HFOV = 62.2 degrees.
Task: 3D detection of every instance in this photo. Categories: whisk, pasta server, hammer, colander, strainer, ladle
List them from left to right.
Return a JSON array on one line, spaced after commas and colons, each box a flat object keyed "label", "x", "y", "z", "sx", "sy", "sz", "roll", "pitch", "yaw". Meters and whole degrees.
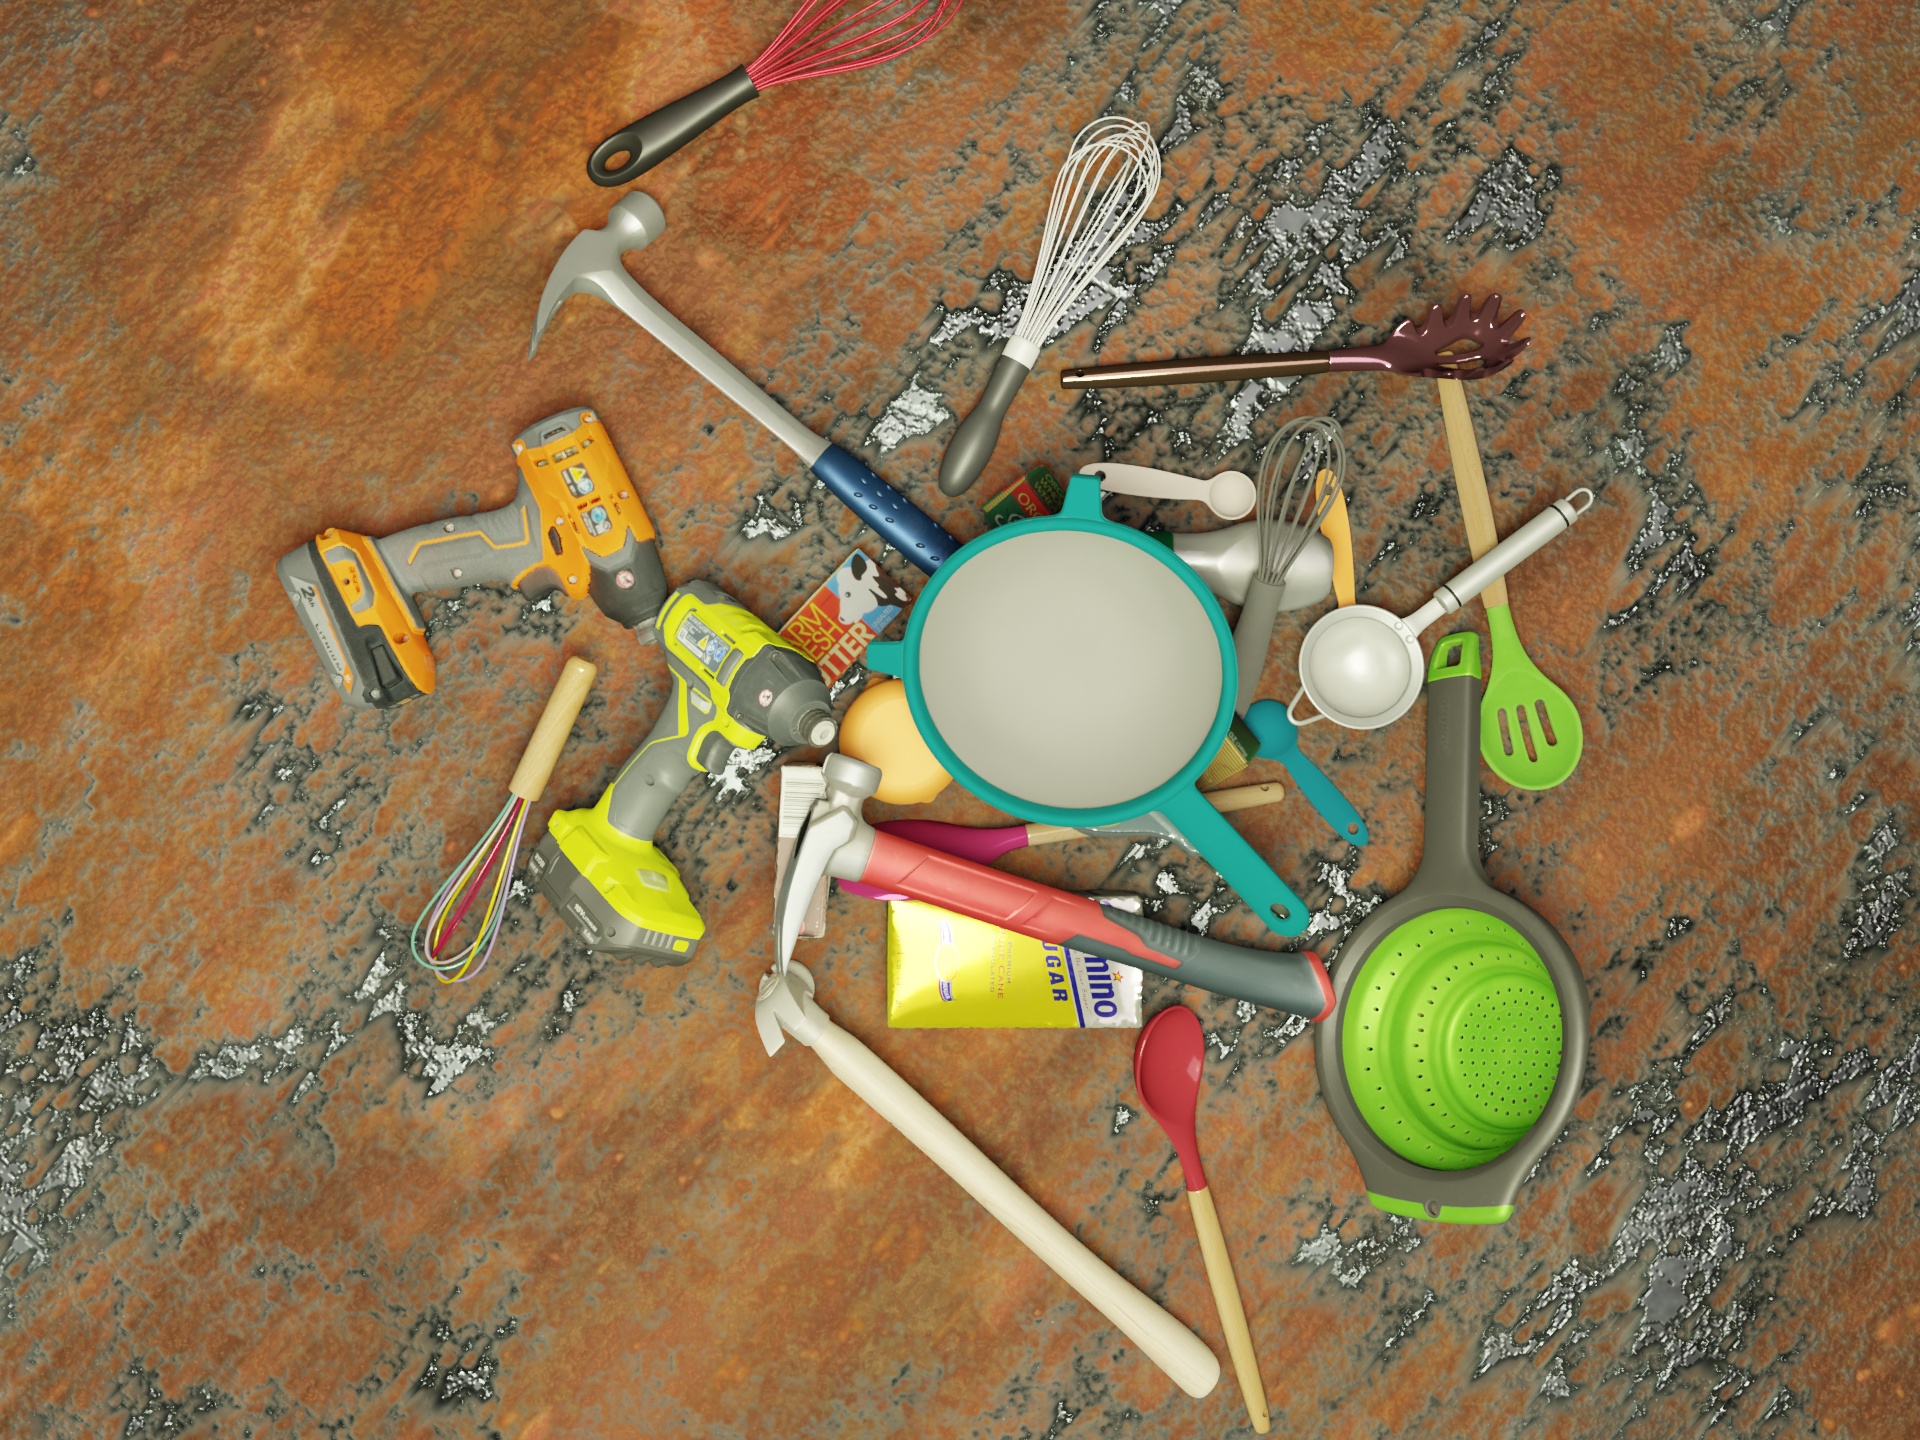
[{"label": "whisk", "x": -0.303, "y": 0.066, "z": 1.061, "sx": 0.051, "sy": 0.047, "sz": 0.245, "roll": 24, "pitch": 99, "yaw": -17}, {"label": "whisk", "x": -0.125, "y": -0.443, "z": 1.078, "sx": 0.296, "sy": 0.073, "sz": 0.073, "roll": -29, "pitch": 92, "yaw": 4}, {"label": "hammer", "x": -0.106, "y": -0.181, "z": 1.071, "sx": 0.405, "sy": 0.035, "sz": 0.144, "roll": 39, "pitch": 59, "yaw": -7}, {"label": "hammer", "x": 0.022, "y": 0.315, "z": 1.060, "sx": 0.410, "sy": 0.146, "sz": 0.038, "roll": 43, "pitch": 88, "yaw": -7}, {"label": "whisk", "x": 0.056, "y": -0.281, "z": 1.091, "sx": 0.070, "sy": 0.070, "sz": 0.284, "roll": 28, "pitch": 94, "yaw": -3}, {"label": "hammer", "x": 0.071, "y": 0.148, "z": 1.047, "sx": 0.386, "sy": 0.038, "sz": 0.143, "roll": 19, "pitch": 86, "yaw": -15}, {"label": "strainer", "x": 0.116, "y": 0.002, "z": 1.043, "sx": 0.211, "sy": 0.095, "sz": 0.340, "roll": -38, "pitch": 104, "yaw": 24}, {"label": "ladle", "x": 0.174, "y": 0.350, "z": 1.112, "sx": 0.069, "sy": 0.031, "sz": 0.315, "roll": -18, "pitch": 96, "yaw": -37}, {"label": "whisk", "x": 0.204, "y": -0.092, "z": 1.059, "sx": 0.055, "sy": 0.055, "sz": 0.238, "roll": 10, "pitch": 120, "yaw": -3}, {"label": "pasta server", "x": 0.227, "y": -0.250, "z": 1.097, "sx": 0.316, "sy": 0.040, "sz": 0.060, "roll": -4, "pitch": 70, "yaw": 2}, {"label": "strainer", "x": 0.330, "y": -0.077, "z": 1.097, "sx": 0.258, "sy": 0.050, "sz": 0.087, "roll": -37, "pitch": 86, "yaw": 5}, {"label": "colander", "x": 0.355, "y": 0.138, "z": 1.087, "sx": 0.094, "sy": 0.204, "sz": 0.397, "roll": 18, "pitch": 71, "yaw": -36}]

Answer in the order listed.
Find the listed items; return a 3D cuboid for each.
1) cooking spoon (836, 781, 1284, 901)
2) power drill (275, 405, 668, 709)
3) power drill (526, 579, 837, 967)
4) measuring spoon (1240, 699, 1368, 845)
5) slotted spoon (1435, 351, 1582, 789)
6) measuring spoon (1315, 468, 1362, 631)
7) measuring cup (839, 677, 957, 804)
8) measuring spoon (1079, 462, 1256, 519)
[{"label": "cooking spoon", "x": 0.070, "y": 0.075, "z": 1.100, "sx": 0.319, "sy": 0.017, "sz": 0.069, "roll": -9, "pitch": 50, "yaw": -7}, {"label": "power drill", "x": -0.312, "y": -0.090, "z": 1.059, "sx": 0.226, "sy": 0.084, "sz": 0.164, "roll": -27, "pitch": 94, "yaw": -6}, {"label": "power drill", "x": -0.175, "y": 0.039, "z": 1.023, "sx": 0.171, "sy": 0.080, "sz": 0.223, "roll": 38, "pitch": 100, "yaw": 41}, {"label": "measuring spoon", "x": 0.246, "y": 0.039, "z": 1.116, "sx": 0.042, "sy": 0.021, "sz": 0.128, "roll": -41, "pitch": 92, "yaw": -2}, {"label": "slotted spoon", "x": 0.375, "y": -0.106, "z": 1.120, "sx": 0.070, "sy": 0.031, "sz": 0.314, "roll": -12, "pitch": 89, "yaw": 13}, {"label": "measuring spoon", "x": 0.266, "y": -0.120, "z": 1.124, "sx": 0.021, "sy": 0.011, "sz": 0.117, "roll": -8, "pitch": 88, "yaw": -7}, {"label": "measuring cup", "x": -0.002, "y": -0.003, "z": 1.087, "sx": 0.173, "sy": 0.052, "sz": 0.095, "roll": -25, "pitch": 92, "yaw": 0}, {"label": "measuring spoon", "x": 0.145, "y": -0.163, "z": 1.116, "sx": 0.124, "sy": 0.018, "sz": 0.034, "roll": 10, "pitch": 84, "yaw": 4}]
